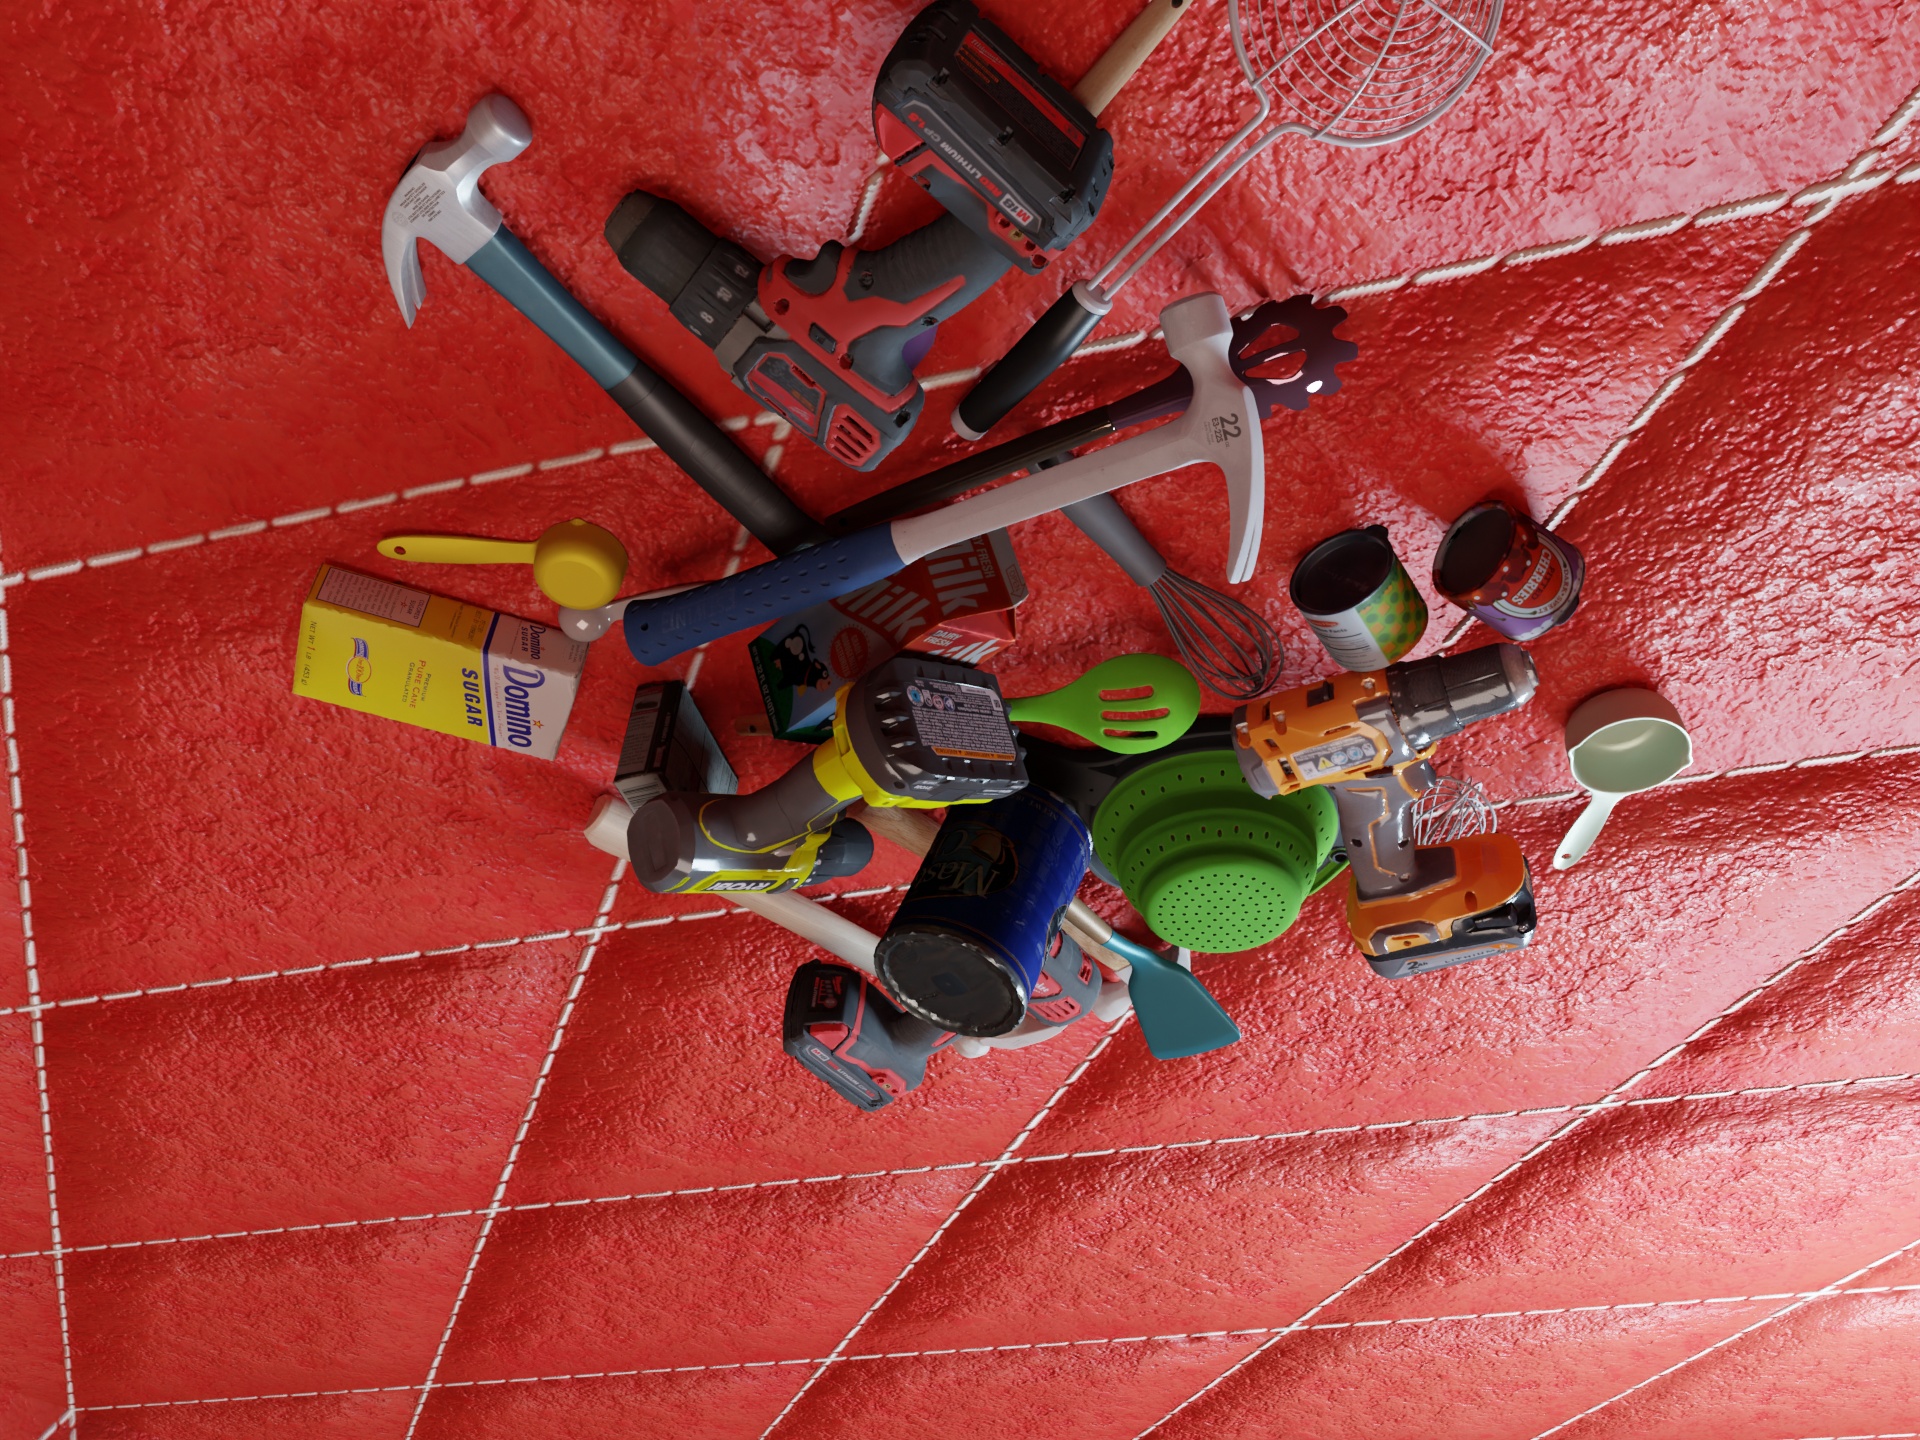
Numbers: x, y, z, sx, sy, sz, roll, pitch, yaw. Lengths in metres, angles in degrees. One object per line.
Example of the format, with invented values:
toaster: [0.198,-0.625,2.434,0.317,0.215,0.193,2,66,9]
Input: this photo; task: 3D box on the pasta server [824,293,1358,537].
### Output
pasta server: [0.062,-0.159,0.885,0.316,0.040,0.060,-18,92,24]

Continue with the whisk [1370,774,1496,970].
whisk: [0.341,0.121,1.178,0.059,0.058,0.246,32,147,21]

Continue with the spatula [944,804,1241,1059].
spatula: [0.092,0.156,1.185,0.082,0.044,0.317,-23,130,35]

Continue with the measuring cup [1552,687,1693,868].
measuring cup: [0.438,0.041,1.091,0.083,0.038,0.167,5,139,-1]

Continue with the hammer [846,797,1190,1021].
hammer: [0.050,0.134,1.220,0.331,0.031,0.130,33,130,-28]

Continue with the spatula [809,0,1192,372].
spatula: [0.010,-0.258,0.814,0.059,0.018,0.316,31,131,-23]

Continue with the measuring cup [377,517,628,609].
measuring cup: [-0.288,-0.097,0.995,0.156,0.029,0.062,3,137,-3]

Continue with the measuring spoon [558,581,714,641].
measuring spoon: [-0.203,-0.070,1.028,0.124,0.018,0.034,-9,135,12]

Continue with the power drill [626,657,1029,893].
power drill: [-0.071,0.049,1.004,0.228,0.080,0.190,-30,157,34]

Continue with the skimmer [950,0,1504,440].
skimmer: [0.109,-0.265,0.792,0.127,0.090,0.363,32,141,-18]

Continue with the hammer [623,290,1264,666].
hammer: [-0.023,-0.097,0.888,0.405,0.035,0.144,-16,89,28]

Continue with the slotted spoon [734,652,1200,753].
slotted spoon: [-0.002,-0.003,1.039,0.314,0.031,0.070,-3,116,16]

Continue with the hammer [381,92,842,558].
hammer: [-0.179,-0.186,0.892,0.128,0.033,0.330,-26,129,27]

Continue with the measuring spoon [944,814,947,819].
measuring spoon: [0.002,0.107,1.162,0.021,0.011,0.116,-3,133,5]

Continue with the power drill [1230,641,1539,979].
power drill: [0.301,0.053,1.021,0.185,0.084,0.226,-20,121,25]

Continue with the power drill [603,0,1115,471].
power drill: [-0.056,-0.243,0.784,0.187,0.080,0.226,37,134,-17]

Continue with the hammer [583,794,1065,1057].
hammer: [-0.100,0.160,1.237,0.410,0.038,0.146,31,144,-24]

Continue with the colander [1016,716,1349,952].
colander: [0.107,0.074,1.105,0.397,0.095,0.204,18,135,-15]

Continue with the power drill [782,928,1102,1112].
power drill: [-0.021,0.198,1.180,0.219,0.079,0.143,-30,122,26]

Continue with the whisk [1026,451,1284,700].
whisk: [0.118,-0.093,0.965,0.055,0.055,0.238,-30,123,31]
